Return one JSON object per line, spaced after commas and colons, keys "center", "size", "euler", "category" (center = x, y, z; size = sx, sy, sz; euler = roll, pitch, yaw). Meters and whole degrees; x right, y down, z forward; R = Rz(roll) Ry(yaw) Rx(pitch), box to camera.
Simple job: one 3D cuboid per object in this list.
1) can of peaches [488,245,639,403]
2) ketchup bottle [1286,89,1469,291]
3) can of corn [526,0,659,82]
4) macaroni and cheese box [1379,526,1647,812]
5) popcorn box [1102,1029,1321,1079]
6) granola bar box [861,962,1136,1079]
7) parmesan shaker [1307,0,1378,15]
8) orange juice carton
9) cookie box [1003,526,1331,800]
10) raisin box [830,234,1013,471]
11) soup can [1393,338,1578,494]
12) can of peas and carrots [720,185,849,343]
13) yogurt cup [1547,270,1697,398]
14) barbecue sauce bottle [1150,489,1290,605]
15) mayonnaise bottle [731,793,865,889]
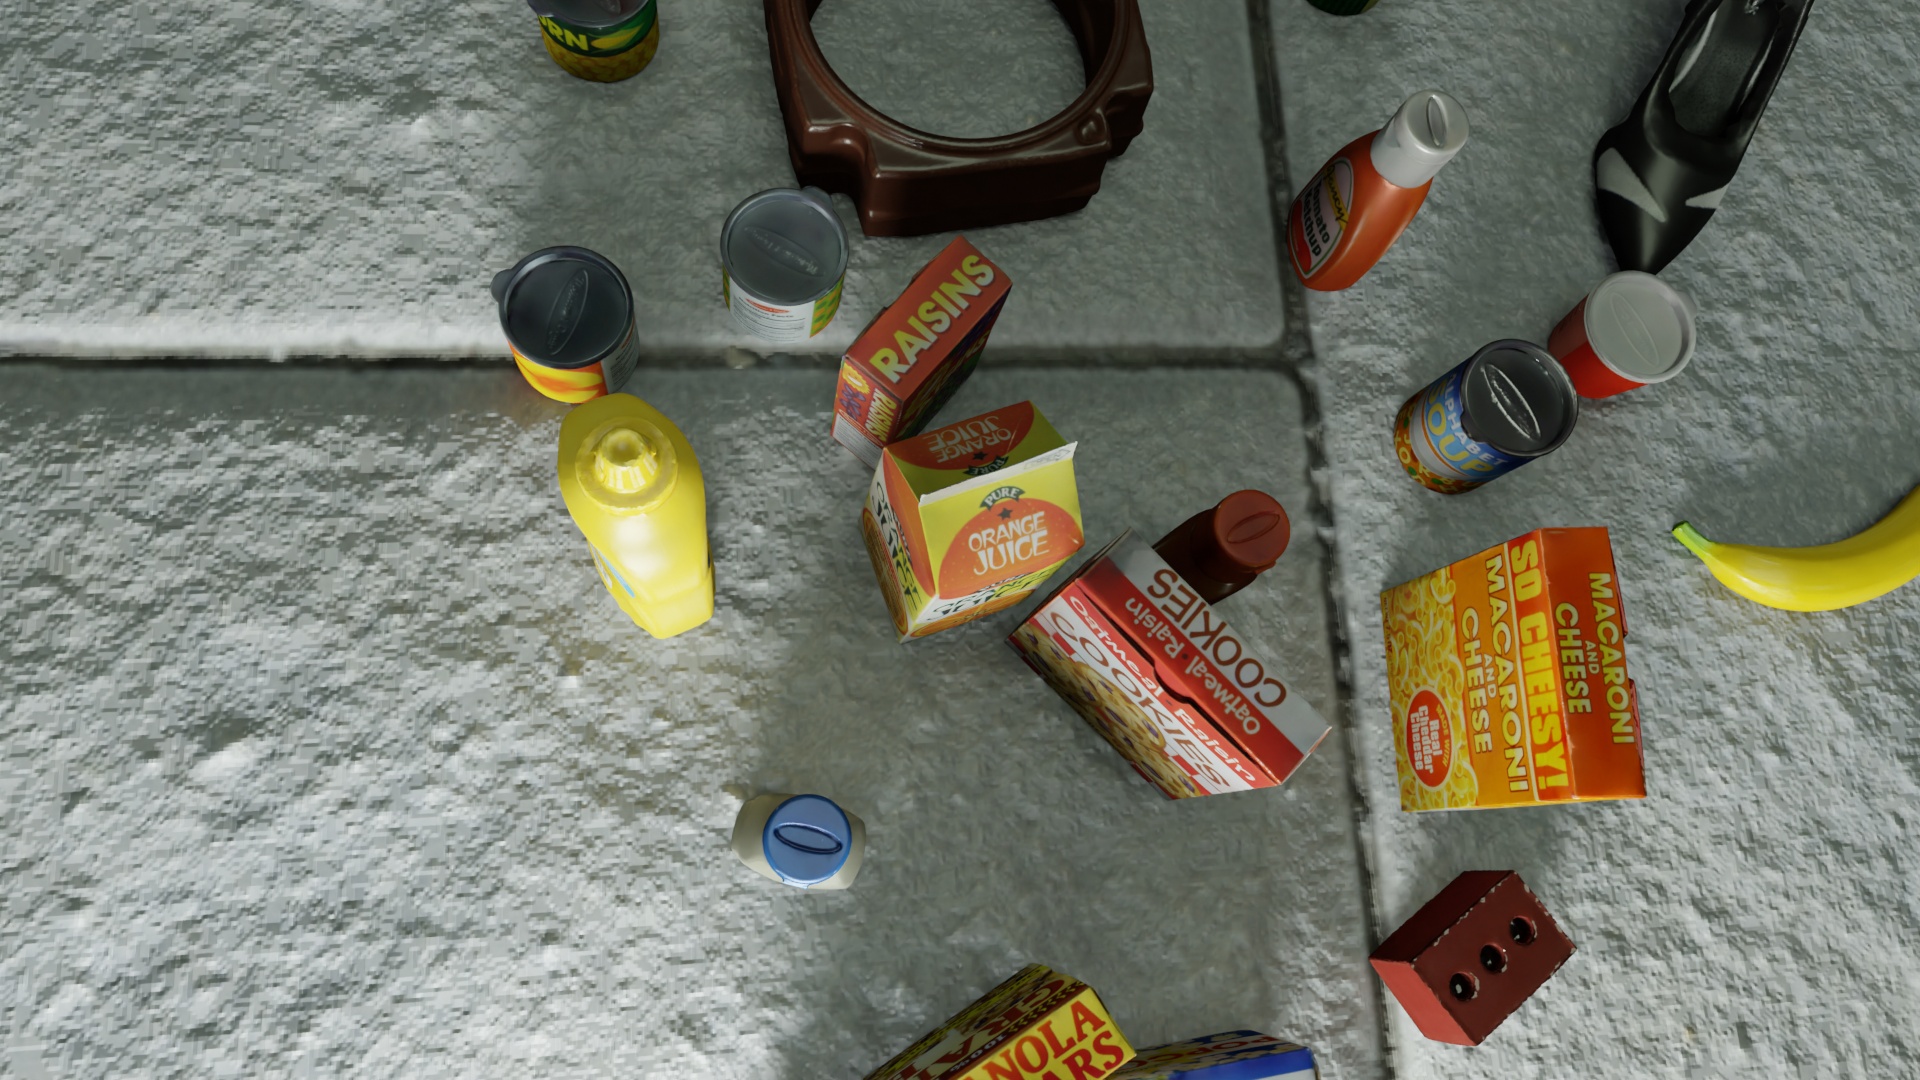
{"center": [-0.203, -0.111, 0.718], "size": [0.071, 0.058, 0.071], "euler": [2, 77, -8], "category": "can of peaches"}
{"center": [0.225, -0.192, 0.757], "size": [0.043, 0.148, 0.065], "euler": [-3, 78, -10], "category": "ketchup bottle"}
{"center": [-0.202, -0.293, 0.762], "size": [0.071, 0.058, 0.071], "euler": [2, 77, -8], "category": "can of corn"}
{"center": [0.268, 0.070, 0.692], "size": [0.040, 0.166, 0.124], "euler": [0, 77, -9], "category": "macaroni and cheese box"}
{"center": [0.098, 0.266, 0.661], "size": [0.127, 0.085, 0.038], "euler": [-7, 78, -10], "category": "popcorn box"}
{"center": [-0.013, 0.255, 0.626], "size": [0.166, 0.124, 0.039], "euler": [-30, 83, -14], "category": "granola bar box"}
{"center": [0.243, -0.367, 0.826], "size": [0.071, 0.103, 0.071], "euler": [2, 77, -8], "category": "parmesan shaker"}
{"center": [0.002, -0.008, 0.656], "size": [0.072, 0.192, 0.073], "euler": [-18, 81, -12], "category": "orange juice carton"}
{"center": [0.090, 0.067, 0.665], "size": [0.123, 0.167, 0.040], "euler": [45, 75, 3], "category": "cookie box"}
{"center": [-0.023, -0.092, 0.708], "size": [0.040, 0.123, 0.086], "euler": [41, 75, 2], "category": "raisin box"}
{"center": [0.286, -0.065, 0.771], "size": [0.071, 0.083, 0.071], "euler": [2, 77, -8], "category": "soup can"}
{"center": [-0.093, -0.148, 0.743], "size": [0.071, 0.058, 0.071], "euler": [2, 77, -8], "category": "can of peas and carrots"}
{"center": [0.383, -0.117, 0.814], "size": [0.072, 0.054, 0.072], "euler": [2, 77, -8], "category": "yogurt cup"}
{"center": [0.121, 0.011, 0.693], "size": [0.065, 0.148, 0.044], "euler": [-24, 82, -13], "category": "barbecue sauce bottle"}
{"center": [-0.072, 0.136, 0.633], "size": [0.065, 0.147, 0.041], "euler": [15, 75, -5], "category": "mayonnaise bottle"}
